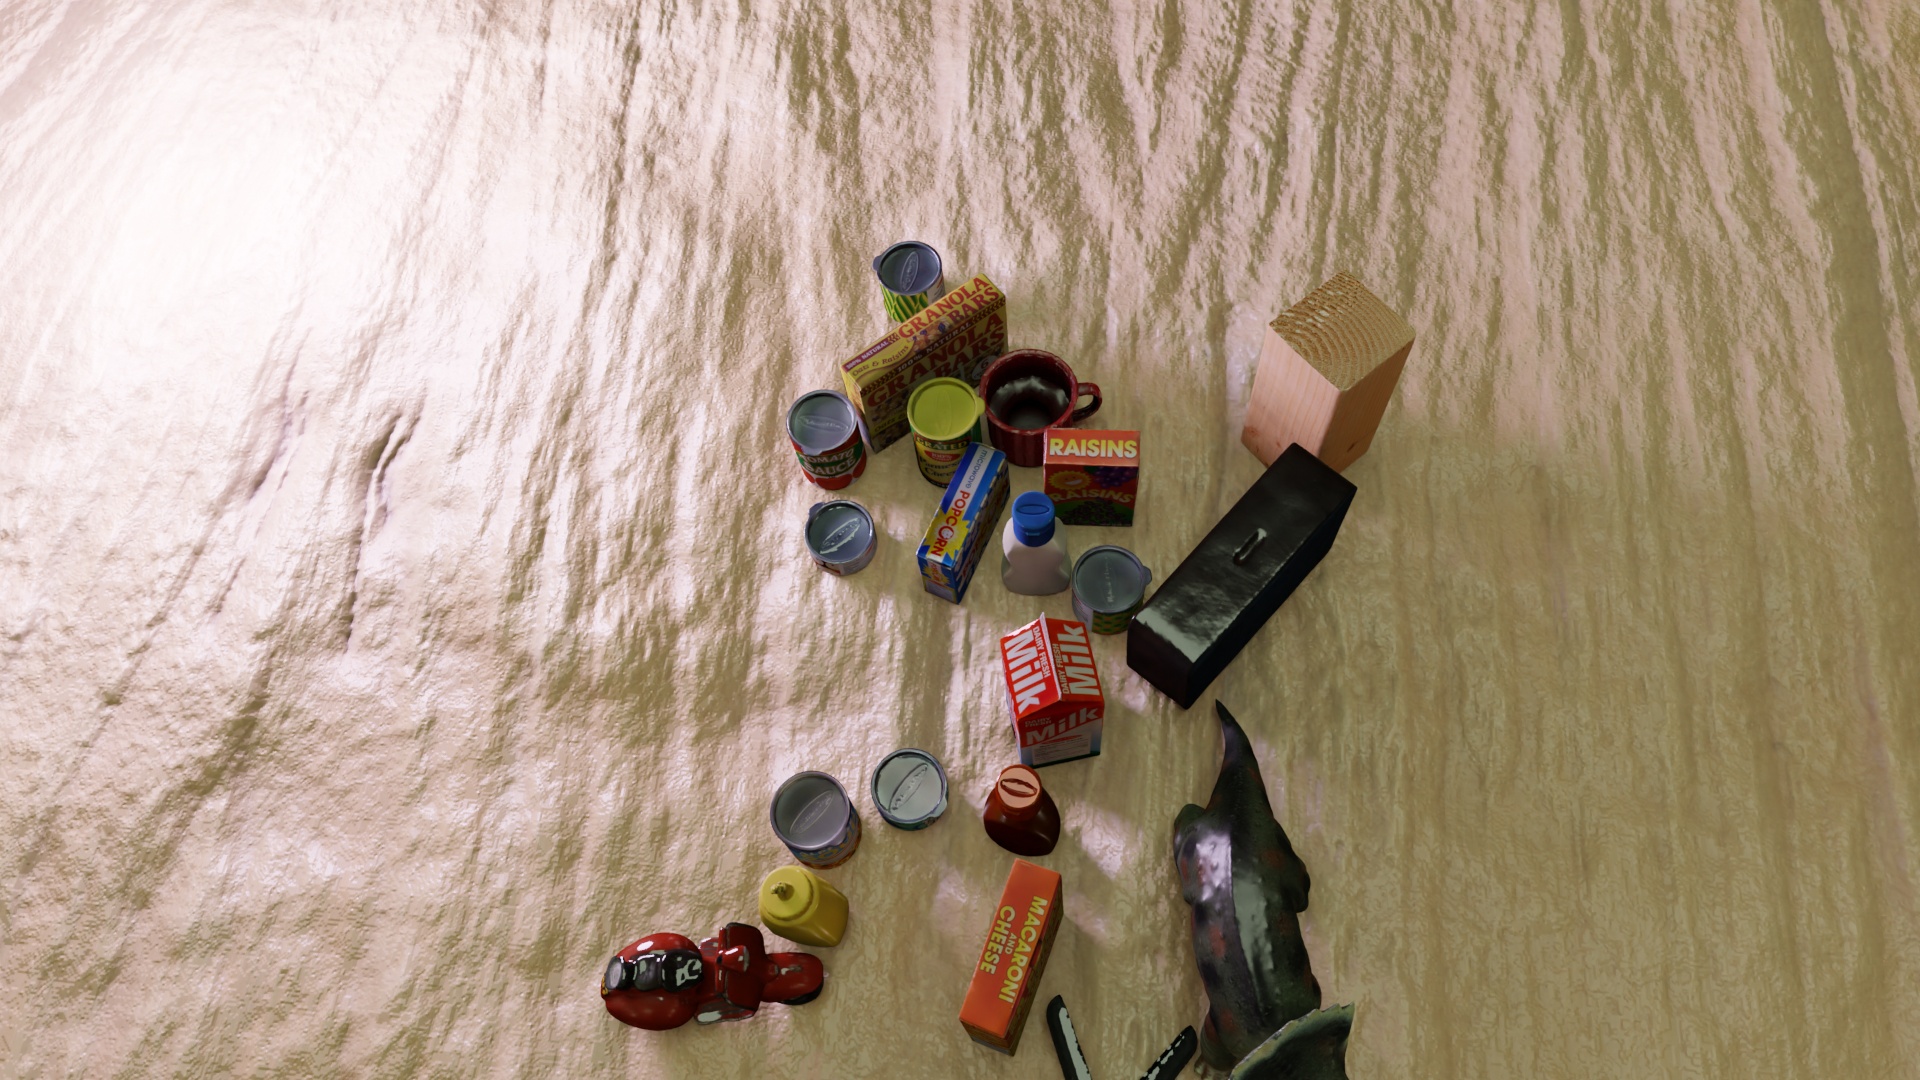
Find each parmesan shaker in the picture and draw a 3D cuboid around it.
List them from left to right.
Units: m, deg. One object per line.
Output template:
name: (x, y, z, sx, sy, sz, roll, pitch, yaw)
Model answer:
parmesan shaker: (-0.010, -0.099, 1.307, 0.071, 0.102, 0.071, -2, 65, 3)

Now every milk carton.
milk carton: (0.076, 0.125, 1.148, 0.073, 0.189, 0.072, -12, 65, -1)

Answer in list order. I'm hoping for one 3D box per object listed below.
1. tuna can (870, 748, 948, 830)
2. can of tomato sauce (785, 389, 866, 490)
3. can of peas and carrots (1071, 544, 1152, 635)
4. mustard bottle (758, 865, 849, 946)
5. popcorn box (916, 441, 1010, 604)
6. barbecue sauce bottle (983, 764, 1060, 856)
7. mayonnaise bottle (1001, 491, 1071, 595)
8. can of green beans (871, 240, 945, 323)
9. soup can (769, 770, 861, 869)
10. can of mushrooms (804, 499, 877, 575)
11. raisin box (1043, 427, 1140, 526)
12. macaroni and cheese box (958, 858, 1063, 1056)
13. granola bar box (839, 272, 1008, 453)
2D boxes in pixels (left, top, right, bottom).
tuna can: (-0.041, 0.217, 1.200, 0.071, 0.032, 0.071, -1, 65, 3)
can of tomato sauce: (-0.126, -0.093, 1.323, 0.071, 0.082, 0.071, -2, 65, 3)
can of peas and carrots: (0.136, 0.045, 1.254, 0.071, 0.058, 0.071, -1, 65, 3)
mustard bottle: (-0.128, 0.288, 1.103, 0.065, 0.159, 0.049, 8, 66, 8)
popcorn box: (0.005, -0.016, 1.277, 0.038, 0.085, 0.127, 20, 68, 13)
barbecue sauce bottle: (0.049, 0.219, 1.129, 0.065, 0.148, 0.044, 15, 68, 11)
mayonnaise bottle: (0.066, 0.004, 1.228, 0.065, 0.147, 0.041, 0, 66, 4)
can of green beans: (-0.049, -0.261, 1.410, 0.071, 0.057, 0.071, -1, 65, 3)
soup can: (-0.118, 0.238, 1.167, 0.071, 0.083, 0.071, -2, 65, 3)
can of mushrooms: (-0.114, -0.004, 1.308, 0.071, 0.033, 0.071, -1, 65, 3)
raisin box: (0.119, -0.057, 1.267, 0.086, 0.123, 0.040, 2, 66, 5)
macaroni and cheese box: (0.043, 0.324, 1.071, 0.040, 0.165, 0.124, 18, 68, 12)
granola bar box: (-0.032, -0.169, 1.329, 0.166, 0.123, 0.039, -35, 68, -12)
